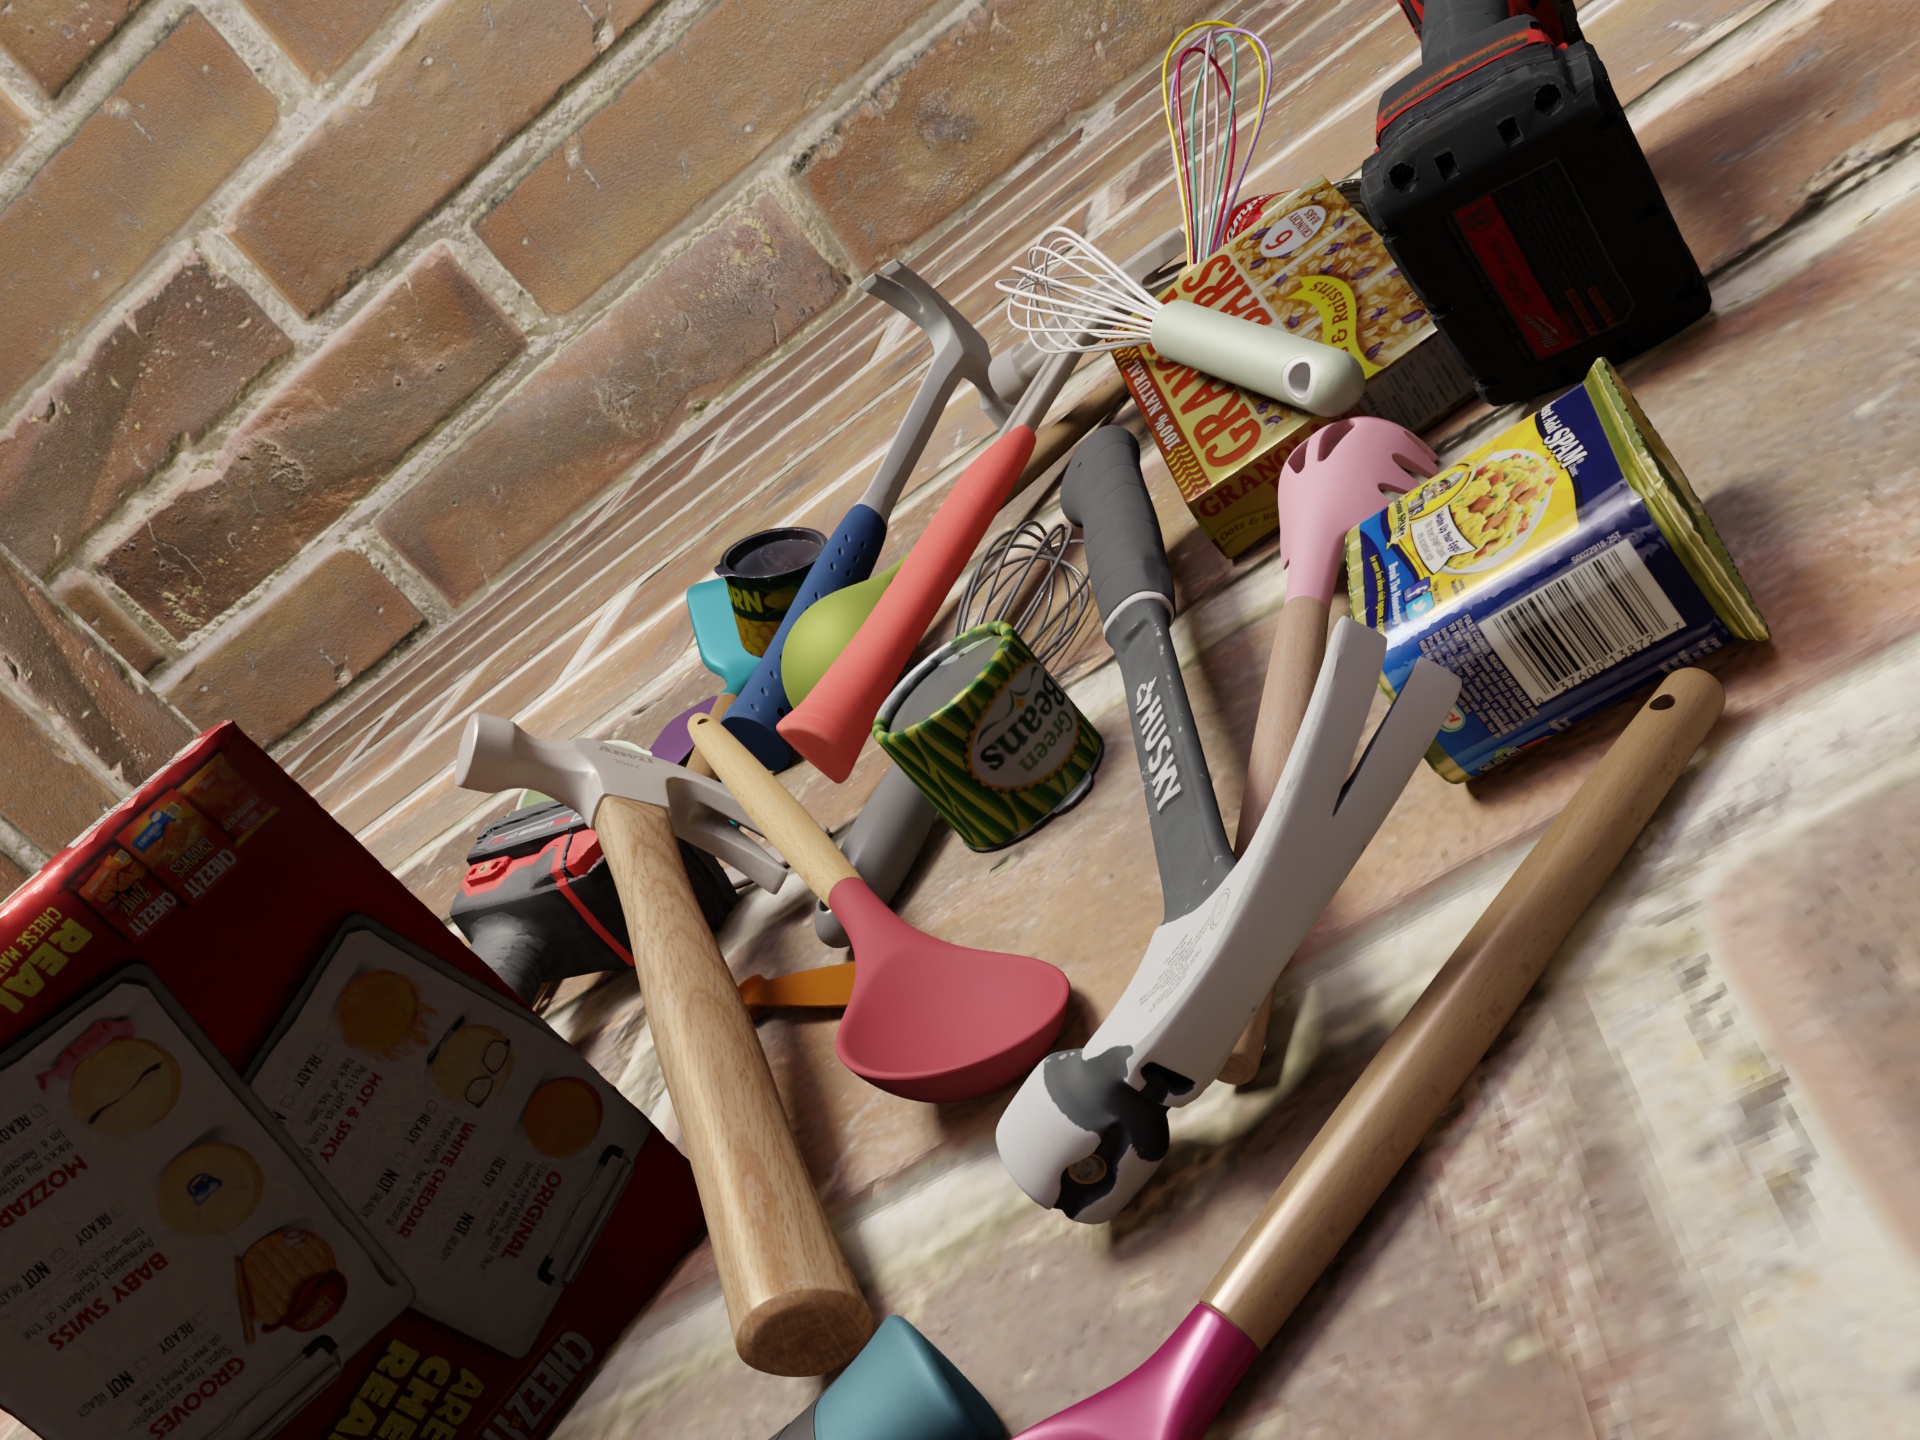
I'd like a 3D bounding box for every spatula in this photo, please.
[{"bbox_3d":[-0.194,0.063,0.915,0.060,0.018,0.316,-28,21,22],"label":"spatula"},{"bbox_3d":[-0.147,-0.007,0.944,0.082,0.044,0.318,-8,27,6],"label":"spatula"}]

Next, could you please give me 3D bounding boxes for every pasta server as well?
[{"bbox_3d":[0.110,-0.012,0.497,0.060,0.040,0.316,-27,27,35],"label":"pasta server"}]

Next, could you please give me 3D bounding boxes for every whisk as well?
[{"bbox_3d":[0.119,-0.244,0.800,0.051,0.047,0.245,-15,65,58],"label":"whisk"},{"bbox_3d":[0.000,-0.002,0.656,0.055,0.055,0.239,-20,32,46],"label":"whisk"},{"bbox_3d":[0.087,-0.168,0.677,0.059,0.057,0.247,-4,25,-28],"label":"whisk"}]

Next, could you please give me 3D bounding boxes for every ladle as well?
[{"bbox_3d":[0.013,-0.103,0.880,0.320,0.062,0.078,-45,12,-35],"label":"ladle"},{"bbox_3d":[-0.050,0.051,0.559,0.069,0.031,0.316,-20,26,-18],"label":"ladle"}]

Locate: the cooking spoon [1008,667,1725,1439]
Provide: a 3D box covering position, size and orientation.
[{"bbox_3d":[0.070,0.102,0.321,0.319,0.017,0.069,-47,24,-18],"label":"cooking spoon"}]

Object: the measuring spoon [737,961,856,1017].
[{"bbox_3d":[-0.047,0.099,0.571,0.117,0.011,0.021,-14,31,45],"label":"measuring spoon"}]

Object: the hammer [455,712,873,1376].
[{"bbox_3d":[-0.089,0.085,0.528,0.031,0.130,0.332,-67,28,16],"label":"hammer"}]

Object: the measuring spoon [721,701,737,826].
[{"bbox_3d":[-0.119,0.020,0.849,0.042,0.021,0.129,-10,30,11],"label":"measuring spoon"}]

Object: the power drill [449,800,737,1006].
[{"bbox_3d":[-0.185,0.129,0.654,0.143,0.078,0.220,-16,33,33],"label":"power drill"}]

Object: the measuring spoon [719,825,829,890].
[{"bbox_3d":[-0.107,0.066,0.741,0.124,0.018,0.034,-25,24,36],"label":"measuring spoon"}]

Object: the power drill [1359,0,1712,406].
[{"bbox_3d":[0.213,-0.223,0.601,0.080,0.187,0.227,-22,43,31],"label":"power drill"}]

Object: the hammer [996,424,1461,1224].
[{"bbox_3d":[0.061,-0.030,0.519,0.149,0.036,0.409,-58,12,22],"label":"hammer"}]

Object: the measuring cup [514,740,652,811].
[{"bbox_3d":[-0.184,0.072,0.837,0.083,0.038,0.168,-26,38,-8],"label":"measuring cup"}]

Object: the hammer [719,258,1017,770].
[{"bbox_3d":[-0.056,-0.131,0.957,0.035,0.144,0.406,-25,30,39],"label":"hammer"}]

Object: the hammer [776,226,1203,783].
[{"bbox_3d":[0.012,-0.110,0.776,0.149,0.036,0.359,-25,27,45],"label":"hammer"}]

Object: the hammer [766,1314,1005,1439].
[{"bbox_3d":[-0.127,0.241,0.360,0.331,0.033,0.128,-38,18,6],"label":"hammer"}]
